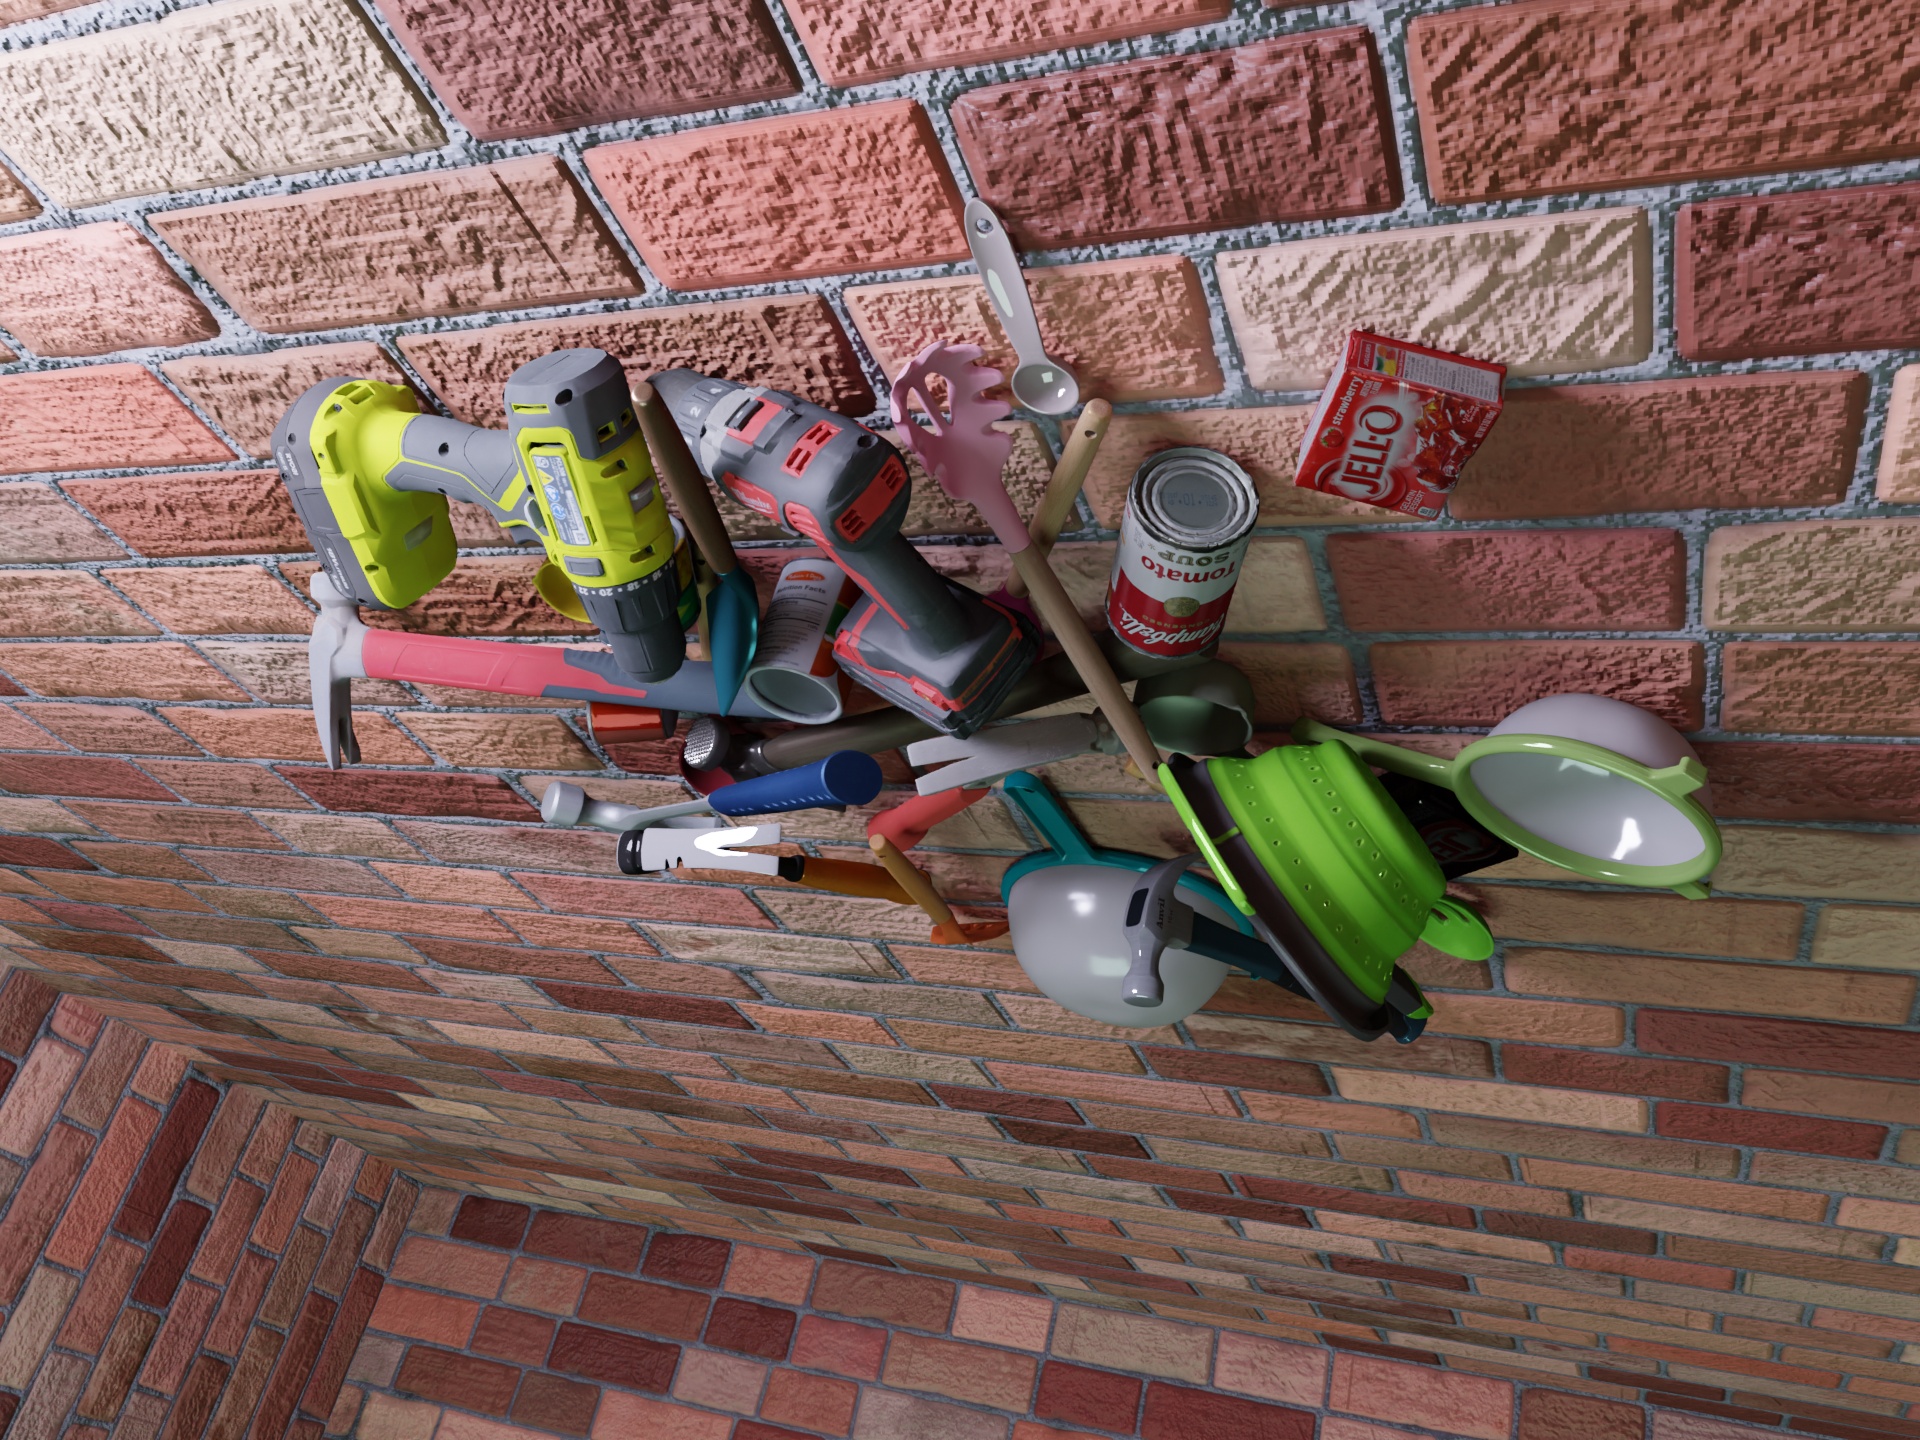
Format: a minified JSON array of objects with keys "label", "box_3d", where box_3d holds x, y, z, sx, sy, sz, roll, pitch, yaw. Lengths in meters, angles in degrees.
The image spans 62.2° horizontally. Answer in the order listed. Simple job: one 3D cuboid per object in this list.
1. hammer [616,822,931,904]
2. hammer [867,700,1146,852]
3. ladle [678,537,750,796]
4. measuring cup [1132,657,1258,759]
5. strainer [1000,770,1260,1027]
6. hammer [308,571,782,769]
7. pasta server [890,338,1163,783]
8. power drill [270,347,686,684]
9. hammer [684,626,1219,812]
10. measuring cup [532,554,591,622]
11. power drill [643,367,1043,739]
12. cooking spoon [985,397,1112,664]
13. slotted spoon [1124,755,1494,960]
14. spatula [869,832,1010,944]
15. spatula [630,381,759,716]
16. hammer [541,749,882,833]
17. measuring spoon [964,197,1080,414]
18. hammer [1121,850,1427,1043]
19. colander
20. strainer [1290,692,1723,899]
[{"label":"hammer","box_3d":[-0.105,0.113,1.203,0.127,0.034,0.336,-3,169,27]},{"label":"hammer","box_3d":[-0.012,0.052,1.089,0.149,0.037,0.359,-12,171,-21]},{"label":"ladle","box_3d":[-0.173,-0.031,1.120,0.069,0.031,0.315,2,149,-4]},{"label":"measuring cup","box_3d":[0.177,0.007,1.010,0.167,0.038,0.083,29,148,-34]},{"label":"strainer","box_3d":[0.101,0.160,1.247,0.211,0.095,0.340,-1,148,28]},{"label":"hammer","box_3d":[-0.277,-0.018,1.090,0.386,0.143,0.038,6,-166,17]},{"label":"pasta server","box_3d":[0.048,-0.073,0.865,0.316,0.060,0.040,56,169,-33]},{"label":"power drill","box_3d":[-0.263,-0.113,0.907,0.228,0.080,0.190,7,127,26]},{"label":"hammer","box_3d":[-0.002,-0.003,1.051,0.410,0.038,0.146,-16,152,41]},{"label":"measuring cup","box_3d":[-0.239,-0.124,1.004,0.062,0.029,0.156,14,139,2]},{"label":"power drill","box_3d":[-0.070,-0.100,0.868,0.188,0.080,0.226,30,167,39]},{"label":"cooking spoon","box_3d":[0.038,-0.089,0.920,0.068,0.017,0.318,18,153,-4]},{"label":"slotted spoon","box_3d":[0.252,0.096,1.134,0.313,0.031,0.070,26,155,-15]},{"label":"spatula","box_3d":[-0.021,0.138,1.259,0.081,0.041,0.322,-5,156,13]},{"label":"spatula","box_3d":[-0.143,-0.093,0.856,0.044,0.082,0.317,-10,161,-1]},{"label":"hammer","box_3d":[-0.168,0.060,1.139,0.144,0.035,0.405,17,164,-30]},{"label":"measuring spoon","box_3d":[0.029,-0.197,0.753,0.034,0.018,0.124,0,141,26]},{"label":"hammer","box_3d":[0.252,0.194,1.233,0.330,0.128,0.033,24,152,-33]},{"label":"colander","box_3d":[0.261,0.110,1.003,0.094,0.205,0.396,-37,142,13]},{"label":"strainer","box_3d":[0.324,0.017,0.942,0.256,0.069,0.151,17,157,34]}]
